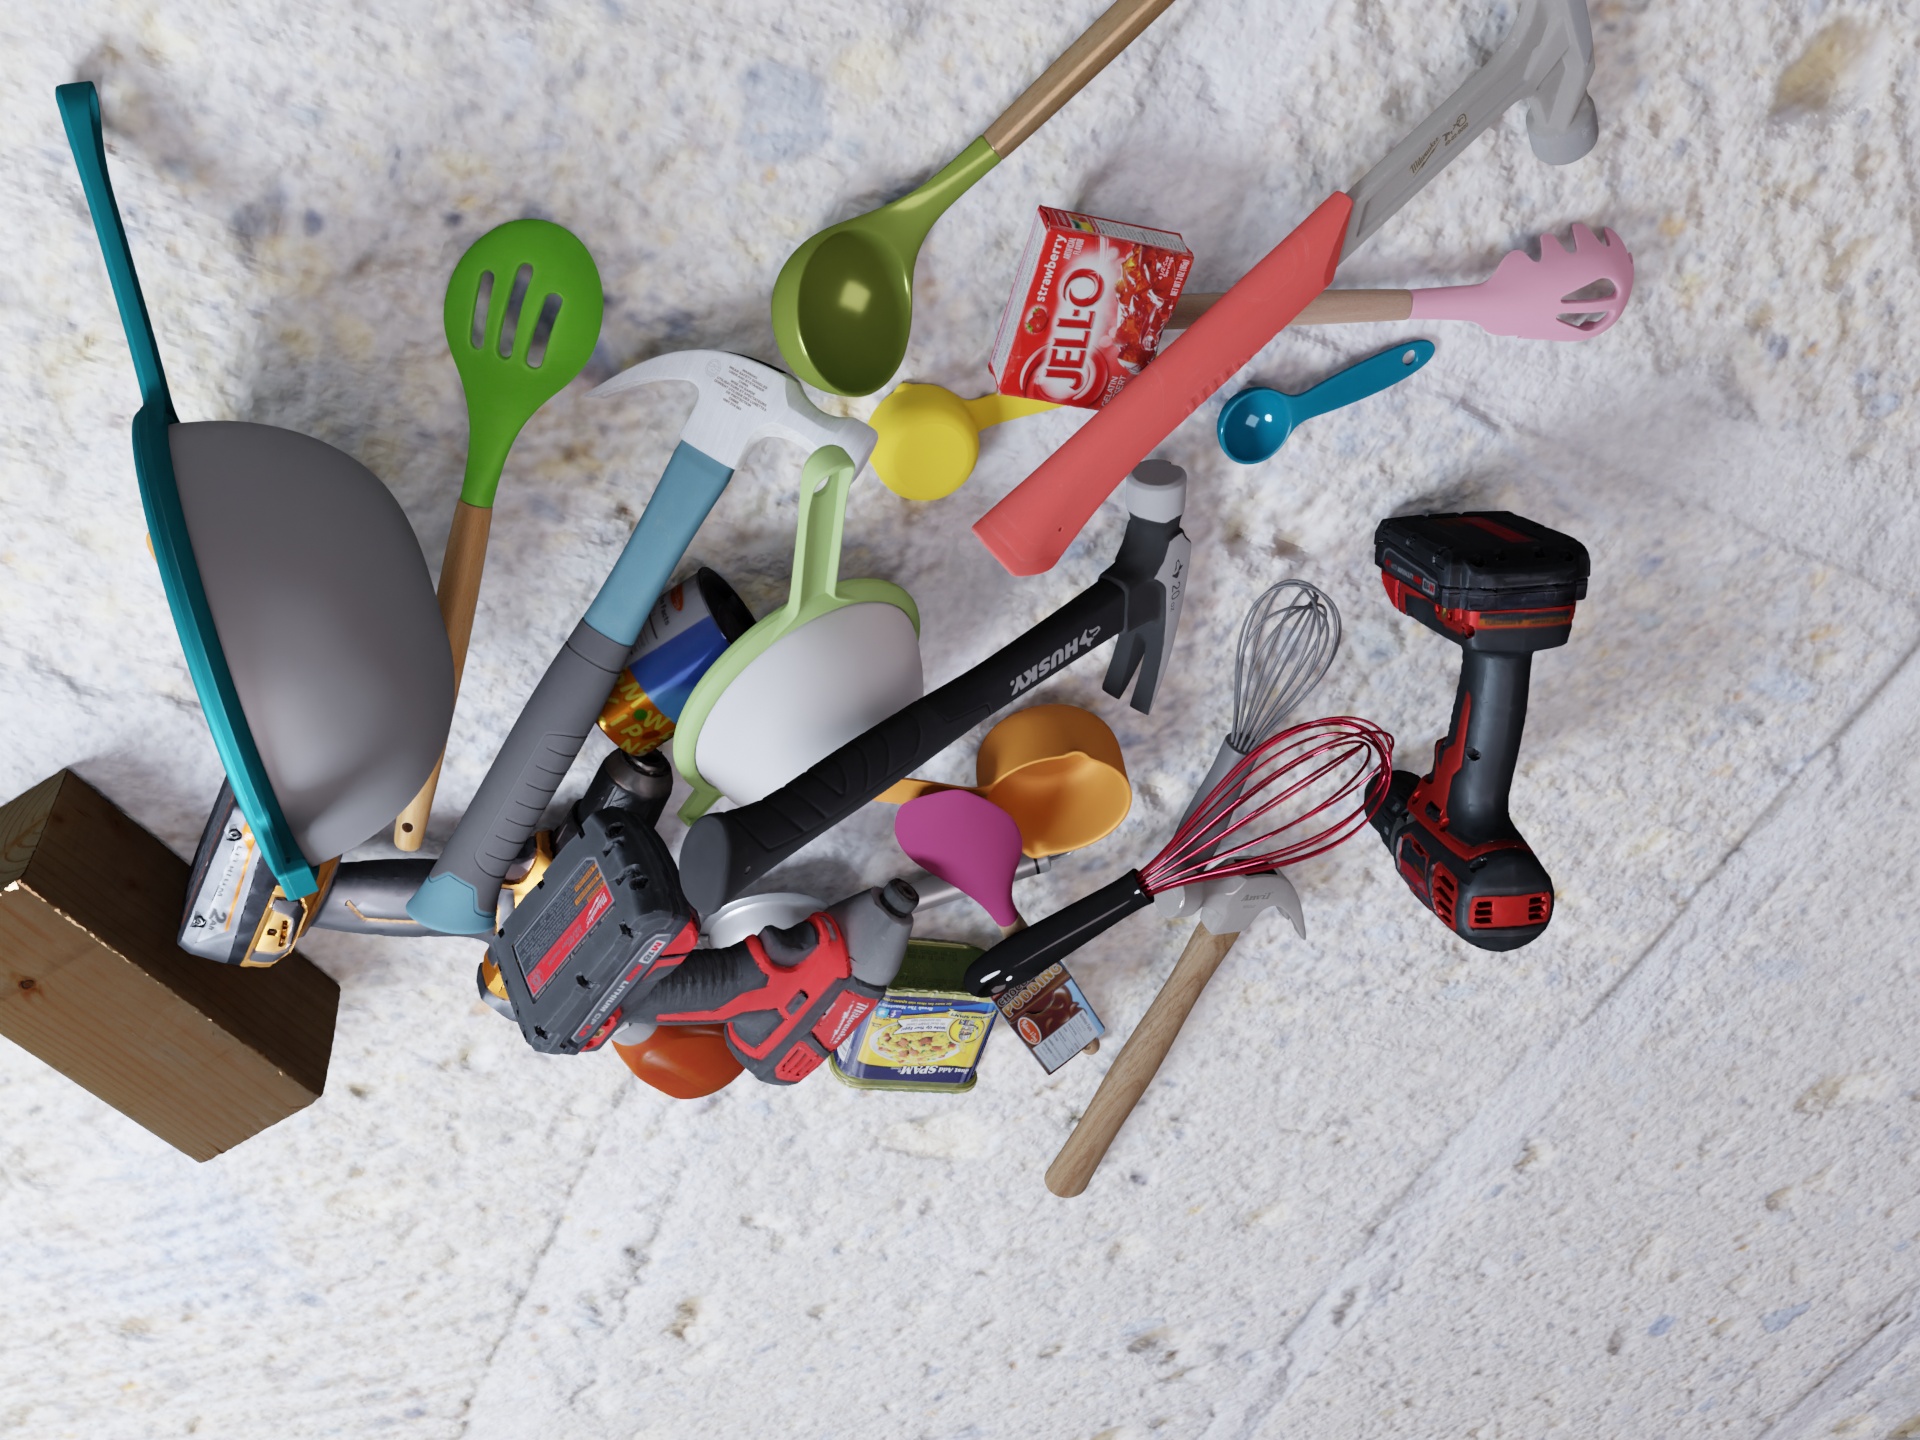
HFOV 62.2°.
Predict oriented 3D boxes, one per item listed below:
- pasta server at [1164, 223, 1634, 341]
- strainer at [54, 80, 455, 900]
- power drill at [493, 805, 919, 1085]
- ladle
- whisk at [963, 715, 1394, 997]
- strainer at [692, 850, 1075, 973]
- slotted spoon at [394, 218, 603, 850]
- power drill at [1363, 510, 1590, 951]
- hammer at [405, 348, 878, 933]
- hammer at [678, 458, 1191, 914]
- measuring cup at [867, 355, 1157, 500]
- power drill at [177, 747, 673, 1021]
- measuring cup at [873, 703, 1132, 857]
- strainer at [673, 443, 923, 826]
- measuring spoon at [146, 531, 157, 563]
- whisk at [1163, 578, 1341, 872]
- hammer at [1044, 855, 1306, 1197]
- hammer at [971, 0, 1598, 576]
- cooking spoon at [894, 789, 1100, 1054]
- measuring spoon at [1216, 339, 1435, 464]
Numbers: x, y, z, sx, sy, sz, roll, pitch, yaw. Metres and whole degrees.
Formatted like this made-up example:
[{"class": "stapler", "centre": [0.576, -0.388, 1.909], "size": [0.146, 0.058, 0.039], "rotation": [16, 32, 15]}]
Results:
[{"class": "pasta server", "centre": [0.198, -0.213, 0.807], "size": [0.316, 0.040, 0.060], "rotation": [-4, 126, -7]}, {"class": "strainer", "centre": [-0.287, -0.101, 0.676], "size": [0.095, 0.211, 0.340], "rotation": [-16, 99, -18]}, {"class": "power drill", "centre": [-0.124, 0.126, 0.860], "size": [0.143, 0.079, 0.219], "rotation": [-48, 140, 16]}, {"class": "ladle", "centre": [0.039, -0.268, 0.707], "size": [0.320, 0.062, 0.078], "rotation": [-40, 141, 12]}, {"class": "whisk", "centre": [0.124, 0.087, 0.931], "size": [0.296, 0.073, 0.073], "rotation": [-33, 127, 16]}, {"class": "strainer", "centre": [-0.051, 0.117, 0.976], "size": [0.258, 0.050, 0.086], "rotation": [-17, 143, -5]}, {"class": "slotted spoon", "centre": [-0.231, -0.077, 0.748], "size": [0.070, 0.031, 0.313], "rotation": [17, 108, -4]}, {"class": "power drill", "centre": [0.280, -0.002, 0.910], "size": [0.080, 0.188, 0.226], "rotation": [-4, 108, -5]}, {"class": "hammer", "centre": [-0.177, -0.031, 0.776], "size": [0.128, 0.033, 0.331], "rotation": [32, 102, -2]}, {"class": "hammer", "centre": [-0.001, -0.003, 0.794], "size": [0.335, 0.035, 0.146], "rotation": [-34, 140, -32]}, {"class": "measuring cup", "centre": [0.028, -0.154, 0.802], "size": [0.156, 0.029, 0.062], "rotation": [-19, 128, 1]}, {"class": "power drill", "centre": [-0.279, 0.070, 0.861], "size": [0.226, 0.084, 0.185], "rotation": [18, 117, -29]}, {"class": "measuring cup", "centre": [0.011, 0.027, 0.914], "size": [0.173, 0.052, 0.095], "rotation": [6, 136, -11]}, {"class": "strainer", "centre": [-0.059, -0.026, 0.773], "size": [0.151, 0.069, 0.256], "rotation": [-29, 155, -25]}, {"class": "measuring spoon", "centre": [-0.364, -0.048, 0.792], "size": [0.021, 0.011, 0.116], "rotation": [-25, 127, 4]}, {"class": "whisk", "centre": [0.166, 0.015, 0.953], "size": [0.055, 0.055, 0.238], "rotation": [5, 128, -17]}, {"class": "hammer", "centre": [0.133, 0.217, 1.087], "size": [0.130, 0.031, 0.331], "rotation": [-2, 131, -31]}, {"class": "hammer", "centre": [0.143, -0.204, 0.736], "size": [0.359, 0.037, 0.149], "rotation": [-42, 142, 6]}, {"class": "cooking spoon", "centre": [0.037, 0.135, 0.989], "size": [0.069, 0.017, 0.318], "rotation": [-15, 140, 14]}, {"class": "measuring spoon", "centre": [0.190, -0.175, 0.840], "size": [0.128, 0.021, 0.042], "rotation": [-24, 128, -7]}]
